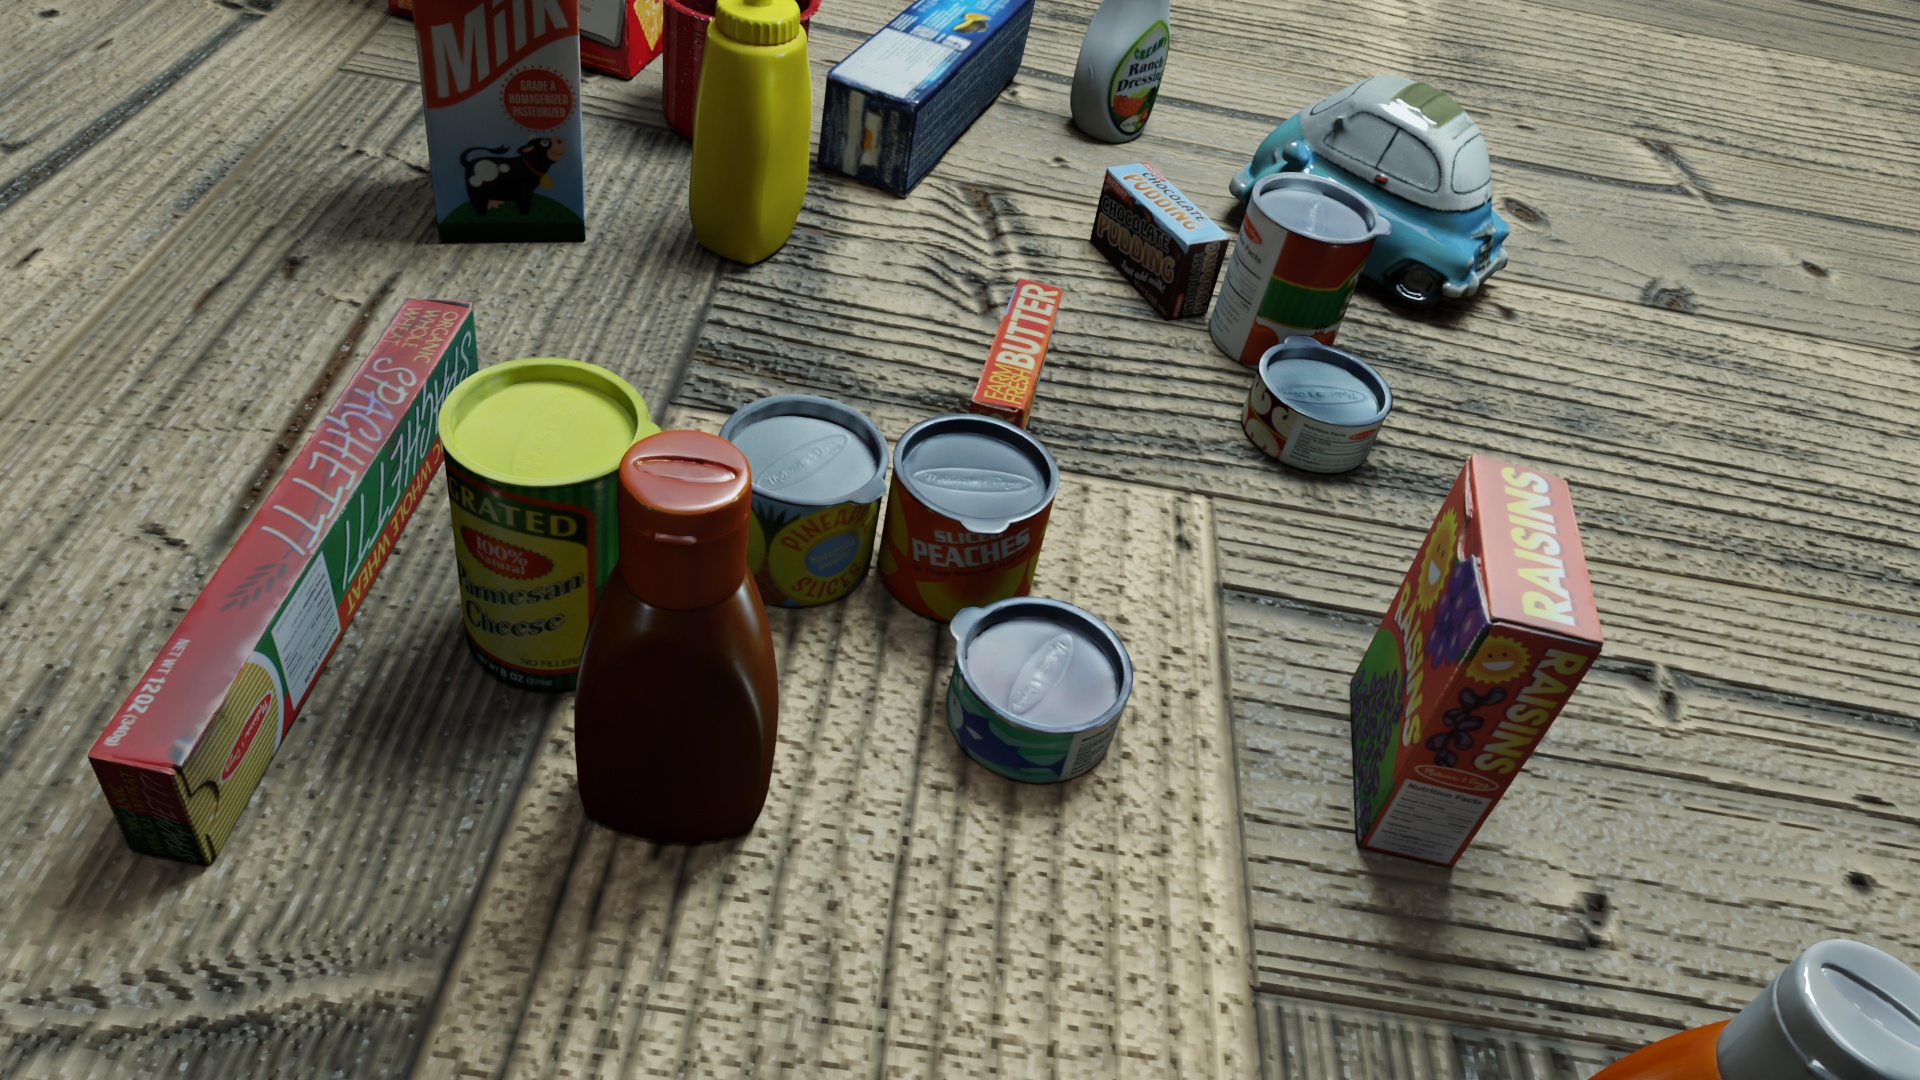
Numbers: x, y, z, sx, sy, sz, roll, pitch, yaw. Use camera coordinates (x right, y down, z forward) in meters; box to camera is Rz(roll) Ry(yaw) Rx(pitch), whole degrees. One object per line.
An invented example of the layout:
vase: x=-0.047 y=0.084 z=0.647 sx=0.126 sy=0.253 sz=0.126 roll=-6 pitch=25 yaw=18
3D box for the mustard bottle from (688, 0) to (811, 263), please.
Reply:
mustard bottle: x=-0.102 y=-0.218 z=0.685 sx=0.049 sy=0.159 sz=0.066 roll=22 pitch=43 yaw=10

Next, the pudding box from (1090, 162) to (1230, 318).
pudding box: x=0.108 y=-0.165 z=0.759 sx=0.030 sy=0.049 sz=0.084 roll=-13 pitch=48 yaw=-25

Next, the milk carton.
milk carton: x=-0.220 y=-0.241 z=0.661 sx=0.073 sy=0.189 sz=0.072 roll=-5 pitch=45 yaw=-18

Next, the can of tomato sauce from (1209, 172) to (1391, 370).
can of tomato sauce: x=0.174 y=-0.137 z=0.720 sx=0.071 sy=0.082 sz=0.071 roll=7 pitch=43 yaw=-6

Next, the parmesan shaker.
parmesan shaker: x=-0.141 y=-0.003 z=0.488 sx=0.071 sy=0.102 sz=0.072 roll=7 pitch=43 yaw=-6

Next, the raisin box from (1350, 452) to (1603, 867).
raisin box: x=0.178 y=0.044 z=0.497 sx=0.040 sy=0.122 sz=0.086 roll=14 pitch=42 yaw=2

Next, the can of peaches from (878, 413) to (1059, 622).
can of peaches: x=0.002 y=-0.007 z=0.559 sx=0.071 sy=0.057 sz=0.071 roll=7 pitch=43 yaw=-6

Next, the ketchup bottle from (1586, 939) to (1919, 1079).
ketchup bottle: x=0.194 y=0.158 z=0.359 sx=0.065 sy=0.148 sz=0.044 roll=38 pitch=48 yaw=25

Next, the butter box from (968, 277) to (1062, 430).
butter box: x=0.023 y=-0.071 z=0.636 sx=0.024 sy=0.052 sz=0.104 roll=15 pitch=42 yaw=3

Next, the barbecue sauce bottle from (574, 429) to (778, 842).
barbecue sauce bottle: x=-0.086 y=0.034 z=0.428 sx=0.065 sy=0.147 sz=0.044 roll=7 pitch=43 yaw=-6

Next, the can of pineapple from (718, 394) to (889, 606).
can of pineapple: x=-0.064 y=-0.015 z=0.552 sx=0.071 sy=0.057 sz=0.071 roll=7 pitch=43 yaw=-6

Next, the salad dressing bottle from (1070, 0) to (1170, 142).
salad dressing bottle: x=0.107 y=-0.322 z=0.855 sx=0.064 sy=0.146 sz=0.044 roll=-26 pitch=55 yaw=-34

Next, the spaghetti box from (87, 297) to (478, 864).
spaghetti box: x=-0.230 y=-0.002 z=0.505 sx=0.029 sy=0.049 sz=0.251 roll=10 pitch=42 yaw=-3

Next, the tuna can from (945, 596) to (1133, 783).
tuna can: x=0.026 y=0.054 z=0.517 sx=0.071 sy=0.032 sz=0.071 roll=7 pitch=43 yaw=-6

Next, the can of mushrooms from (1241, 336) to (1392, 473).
can of mushrooms: x=0.173 y=-0.067 z=0.681 sx=0.071 sy=0.033 sz=0.071 roll=7 pitch=43 yaw=-6
